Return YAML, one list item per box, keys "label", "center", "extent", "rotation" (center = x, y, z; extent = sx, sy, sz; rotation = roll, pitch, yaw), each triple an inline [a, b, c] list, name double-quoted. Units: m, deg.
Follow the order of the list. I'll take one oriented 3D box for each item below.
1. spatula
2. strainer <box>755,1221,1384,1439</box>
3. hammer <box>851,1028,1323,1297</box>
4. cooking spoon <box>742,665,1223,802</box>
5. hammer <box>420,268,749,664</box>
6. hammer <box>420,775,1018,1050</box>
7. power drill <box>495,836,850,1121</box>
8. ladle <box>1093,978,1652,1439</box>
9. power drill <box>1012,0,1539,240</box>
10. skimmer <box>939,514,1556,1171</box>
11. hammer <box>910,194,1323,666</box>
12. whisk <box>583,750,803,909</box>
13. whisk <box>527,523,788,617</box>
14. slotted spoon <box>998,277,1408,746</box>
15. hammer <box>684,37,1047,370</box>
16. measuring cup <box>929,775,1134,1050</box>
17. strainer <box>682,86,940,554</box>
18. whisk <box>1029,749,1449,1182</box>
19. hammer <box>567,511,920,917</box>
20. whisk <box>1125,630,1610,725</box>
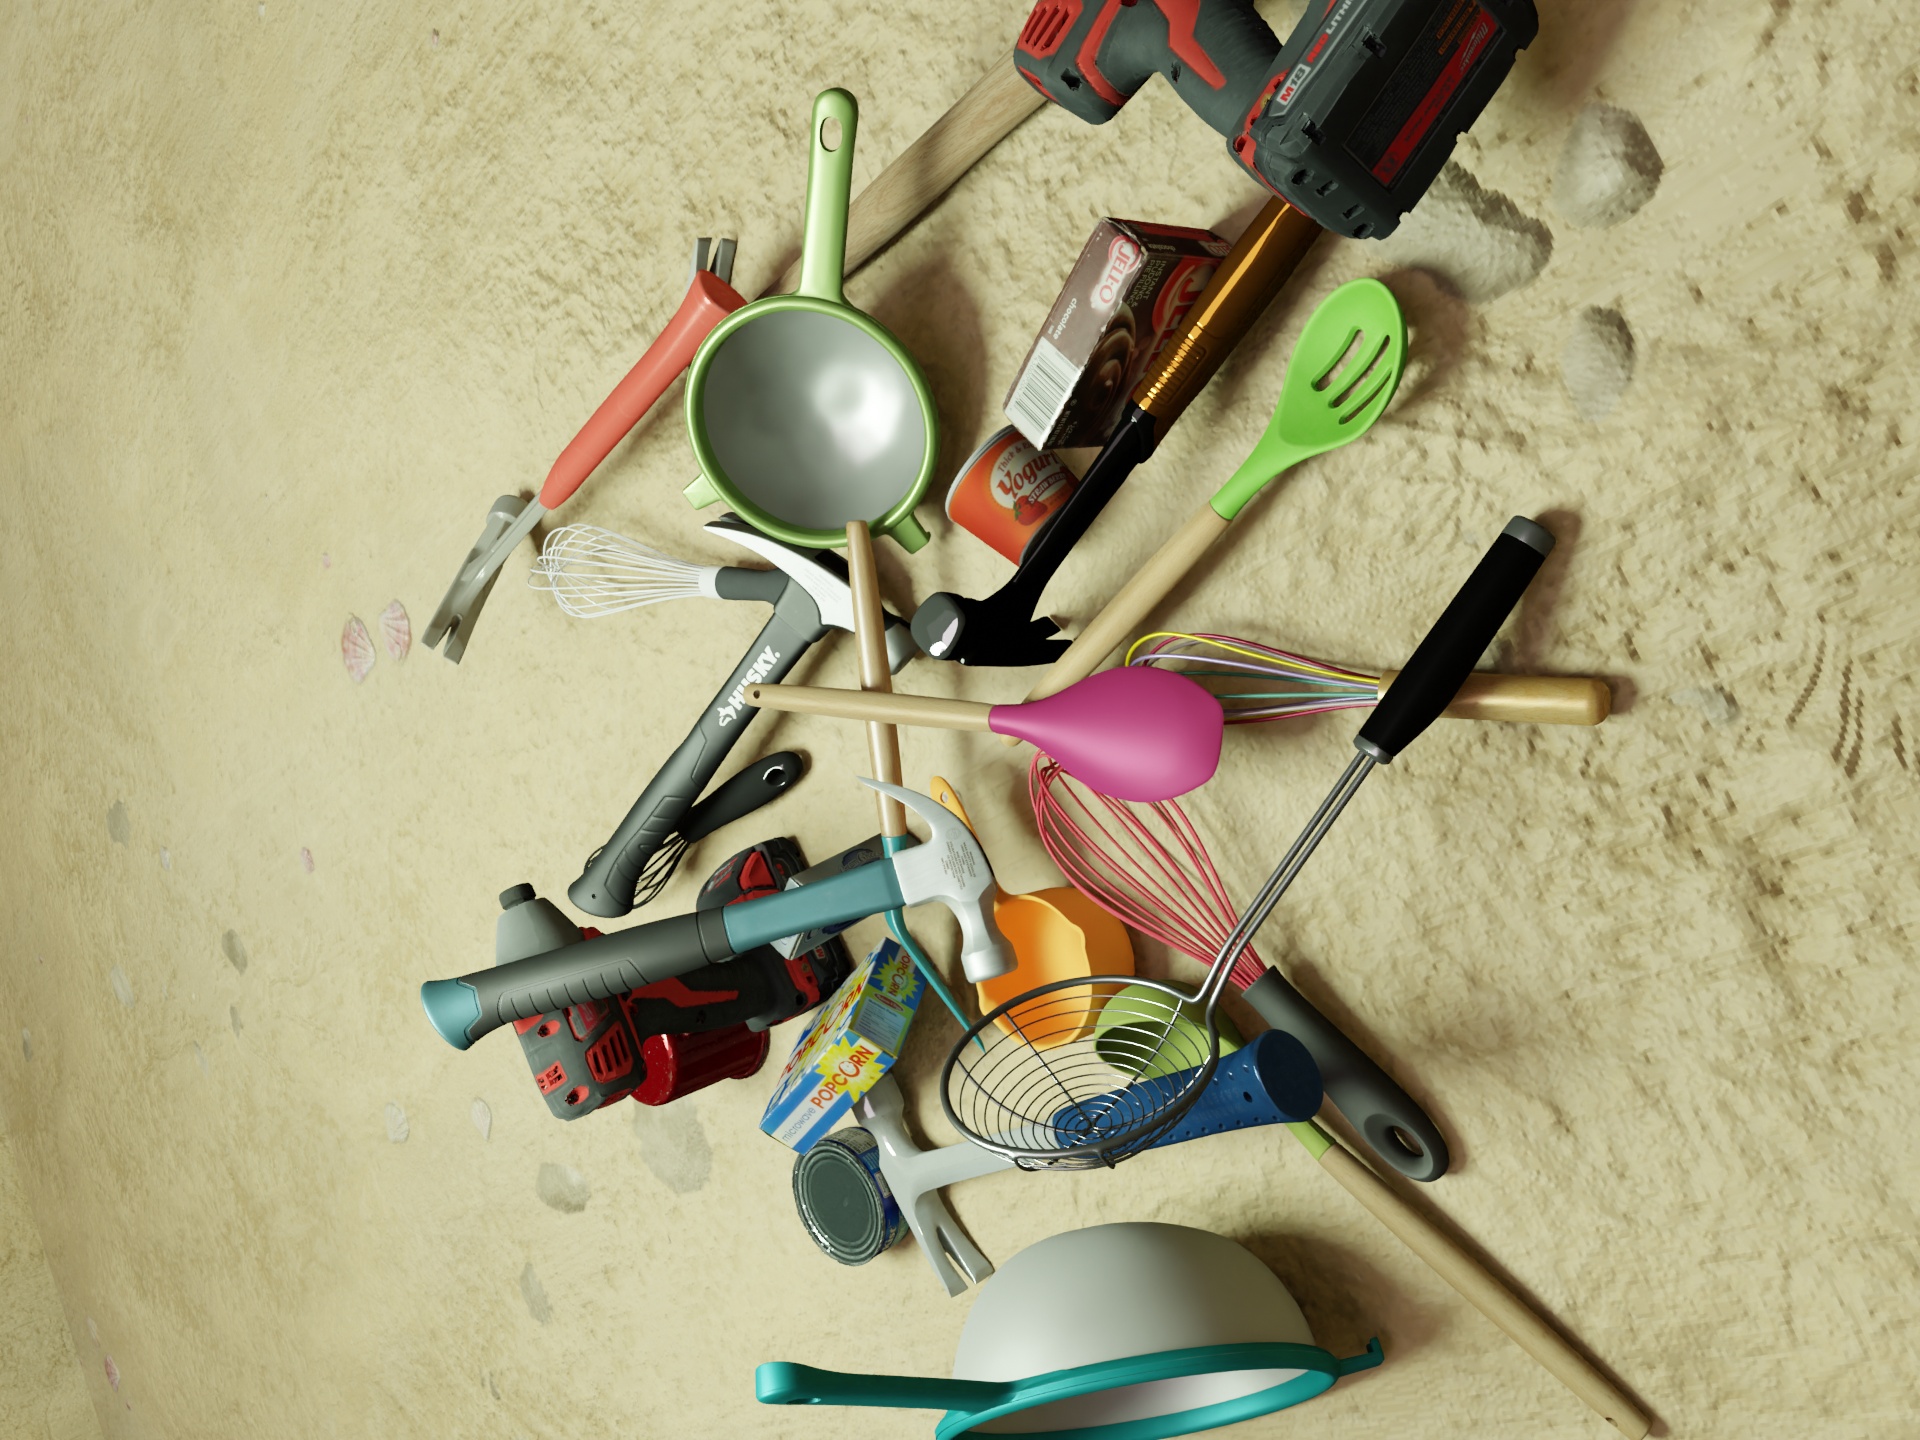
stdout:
- label: "spatula"
  center: [-0.032, 0.040, 0.936]
  extent: [0.082, 0.044, 0.317]
  rotation: [-155, 58, -76]
- label: "strainer"
  center: [0.038, 0.302, 0.803]
  extent: [0.211, 0.340, 0.095]
  rotation: [-37, 48, 36]
- label: "hammer"
  center: [0.056, 0.233, 0.872]
  extent: [0.405, 0.035, 0.144]
  rotation: [-37, 77, 55]
- label: "cooking spoon"
  center: [-0.001, -0.003, 0.863]
  extent: [0.319, 0.017, 0.069]
  rotation: [6, 88, 37]
- label: "hammer"
  center: [-0.251, -0.172, 1.053]
  extent: [0.359, 0.036, 0.149]
  rotation: [-34, 32, 42]
- label: "hammer"
  center: [-0.142, 0.123, 0.893]
  extent: [0.331, 0.033, 0.128]
  rotation: [-16, 79, 4]
- label: "power drill"
  center: [-0.188, 0.151, 1.006]
  extent: [0.078, 0.219, 0.143]
  rotation: [-36, 75, 40]
- label: "ladle"
  center: [0.197, 0.243, 0.798]
  extent: [0.320, 0.062, 0.078]
  rotation: [40, 153, 24]
- label: "power drill"
  center: [0.135, -0.325, 0.683]
  extent: [0.188, 0.080, 0.227]
  rotation: [-55, 47, 15]
- label: "skimmer"
  center: [0.129, 0.050, 0.707]
  extent: [0.363, 0.090, 0.127]
  rotation: [-55, 25, 7]
- label: "hammer"
  center: [0.105, -0.159, 0.779]
  extent: [0.034, 0.127, 0.336]
  rotation: [48, 117, 25]
- label: "whisk"
  center: [-0.188, 0.077, 1.111]
  extent: [0.239, 0.055, 0.055]
  rotation: [-32, 78, 36]
- label: "whisk"
  center: [-0.185, -0.095, 1.068]
  extent: [0.285, 0.070, 0.070]
  rotation: [7, 104, 35]
- label: "slotted spoon"
  center: [0.114, -0.089, 0.799]
  extent: [0.313, 0.031, 0.070]
  rotation: [-48, 48, 32]
- label: "hammer"
  center: [-0.061, -0.286, 0.928]
  extent: [0.331, 0.031, 0.130]
  rotation: [-30, 79, 41]
- label: "measuring cup"
  center: [0.037, 0.103, 0.914]
  extent: [0.095, 0.052, 0.174]
  rotation: [-46, 62, 37]
- label: "strainer"
  center: [-0.073, -0.226, 0.900]
  extent: [0.151, 0.069, 0.256]
  rotation: [12, 121, 7]
- label: "whisk"
  center: [0.140, 0.120, 0.824]
  extent: [0.296, 0.073, 0.073]
  rotation: [47, 126, 16]
- label: "hammer"
  center: [-0.170, 0.014, 1.031]
  extent: [0.146, 0.035, 0.334]
  rotation: [41, 120, 1]
- label: "whisk"
  center: [0.183, -0.017, 0.764]
  extent: [0.245, 0.051, 0.047]
  rotation: [4, 96, 38]
